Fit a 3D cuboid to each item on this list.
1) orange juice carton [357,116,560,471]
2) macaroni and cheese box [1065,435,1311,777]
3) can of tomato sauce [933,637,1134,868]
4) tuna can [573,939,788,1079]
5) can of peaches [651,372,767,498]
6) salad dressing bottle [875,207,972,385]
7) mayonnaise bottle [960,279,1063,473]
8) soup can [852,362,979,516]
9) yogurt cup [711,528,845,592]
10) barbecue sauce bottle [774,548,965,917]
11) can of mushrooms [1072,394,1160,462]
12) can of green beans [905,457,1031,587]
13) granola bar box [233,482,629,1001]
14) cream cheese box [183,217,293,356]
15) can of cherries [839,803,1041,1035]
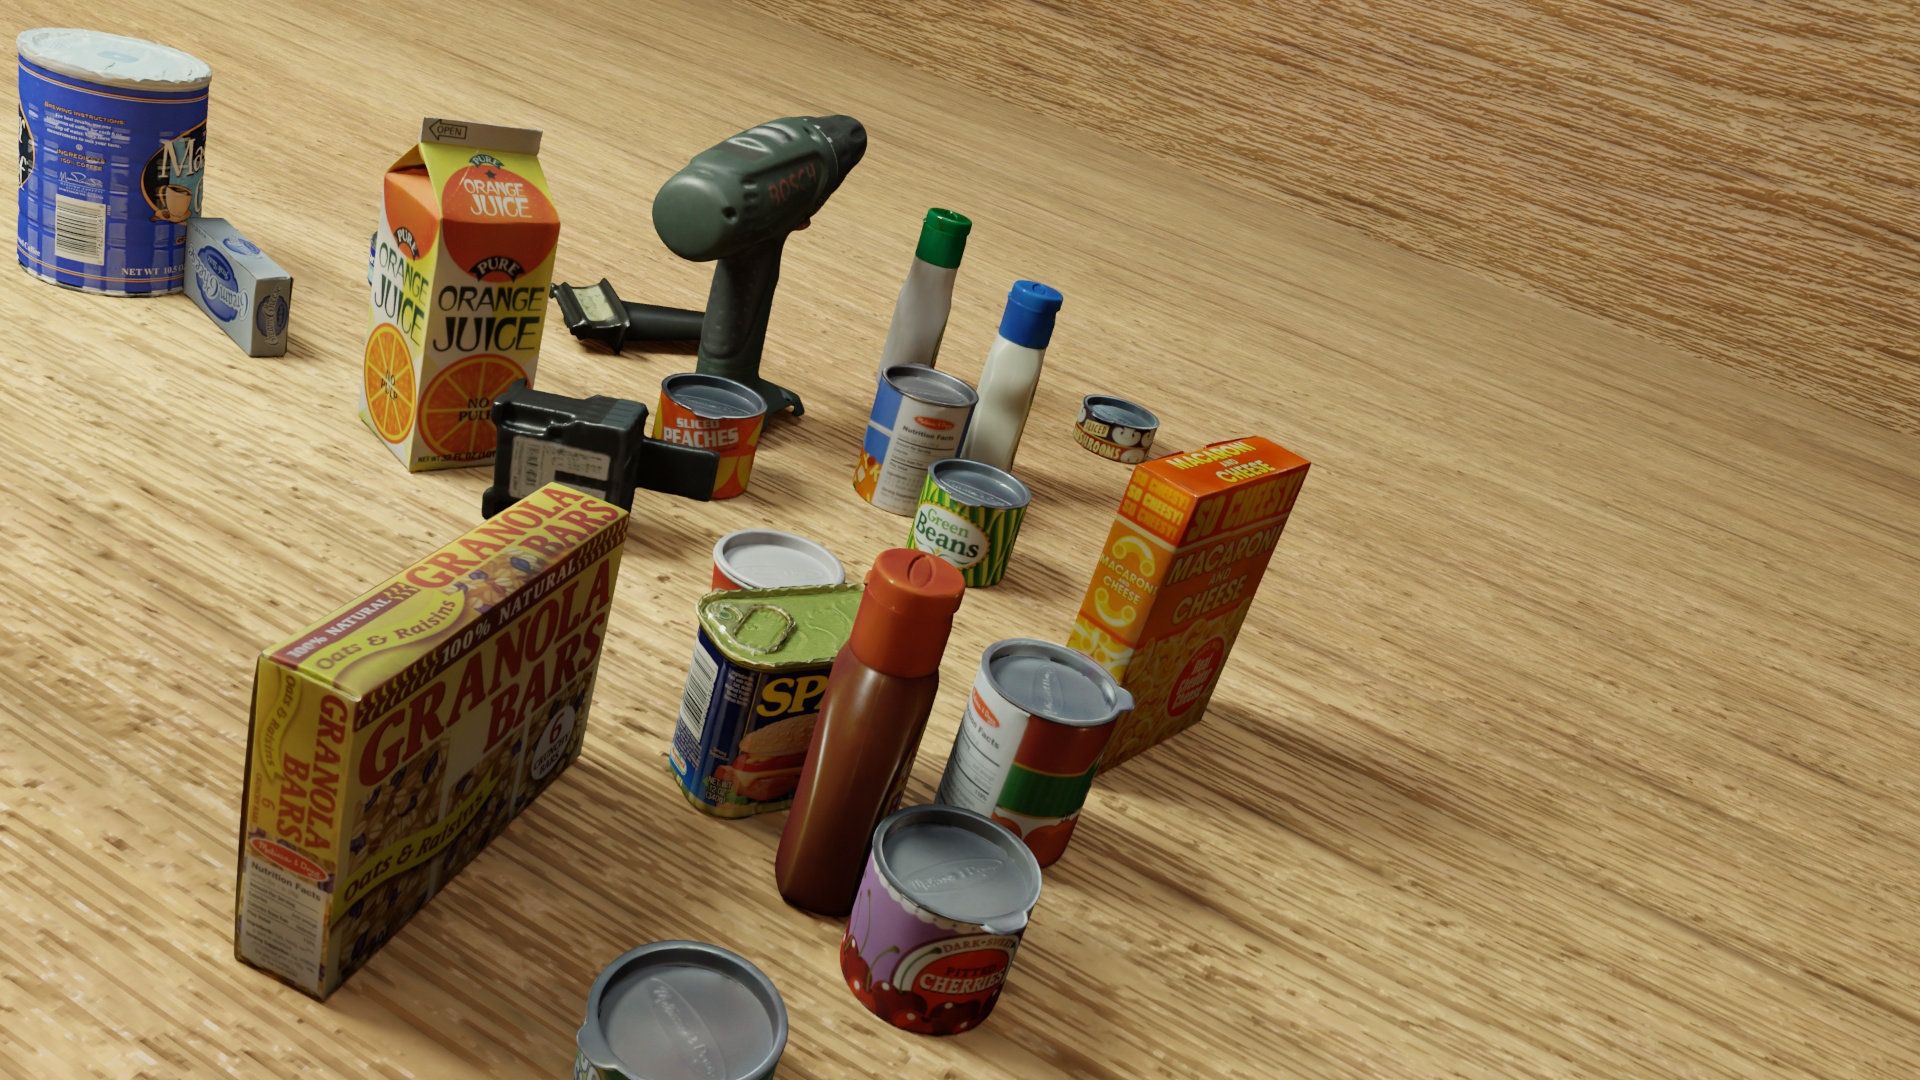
[{"bbox_3d":[-0.282,-0.142,0.786,0.072,0.191,0.073,-9,36,-45],"label":"orange juice carton"},{"bbox_3d":[0.108,0.032,0.715,0.040,0.165,0.124,33,28,29],"label":"macaroni and cheese box"},{"bbox_3d":[0.031,0.097,0.630,0.071,0.082,0.071,15,25,-7],"label":"can of tomato sauce"},{"bbox_3d":[-0.095,0.168,0.459,0.071,0.032,0.071,15,25,-7],"label":"tuna can"},{"bbox_3d":[-0.160,-0.065,0.868,0.071,0.057,0.071,15,25,-7],"label":"can of peaches"},{"bbox_3d":[-0.028,-0.188,1.104,0.044,0.147,0.064,14,25,-10],"label":"salad dressing bottle"},{"bbox_3d":[0.034,-0.108,0.978,0.041,0.147,0.065,17,24,-3],"label":"mayonnaise bottle"},{"bbox_3d":[-0.031,-0.068,0.929,0.071,0.083,0.071,15,25,-7],"label":"soup can"},{"bbox_3d":[-0.098,0.033,0.712,0.072,0.053,0.073,15,25,-7],"label":"yogurt cup"},{"bbox_3d":[-0.036,0.075,0.553,0.044,0.147,0.065,18,24,0],"label":"barbecue sauce bottle"},{"bbox_3d":[0.127,-0.092,1.143,0.071,0.033,0.071,15,25,-7],"label":"can of mushrooms"},{"bbox_3d":[0.004,-0.011,0.866,0.071,0.057,0.071,15,25,-7],"label":"can of green beans"},{"bbox_3d":[-0.187,0.063,0.506,0.039,0.123,0.166,21,25,8],"label":"granola bar box"},{"bbox_3d":[-0.455,-0.160,0.874,0.104,0.053,0.024,34,29,32],"label":"cream cheese box"},{"bbox_3d":[-0.008,0.146,0.532,0.071,0.058,0.072,15,25,-7],"label":"can of cherries"}]
